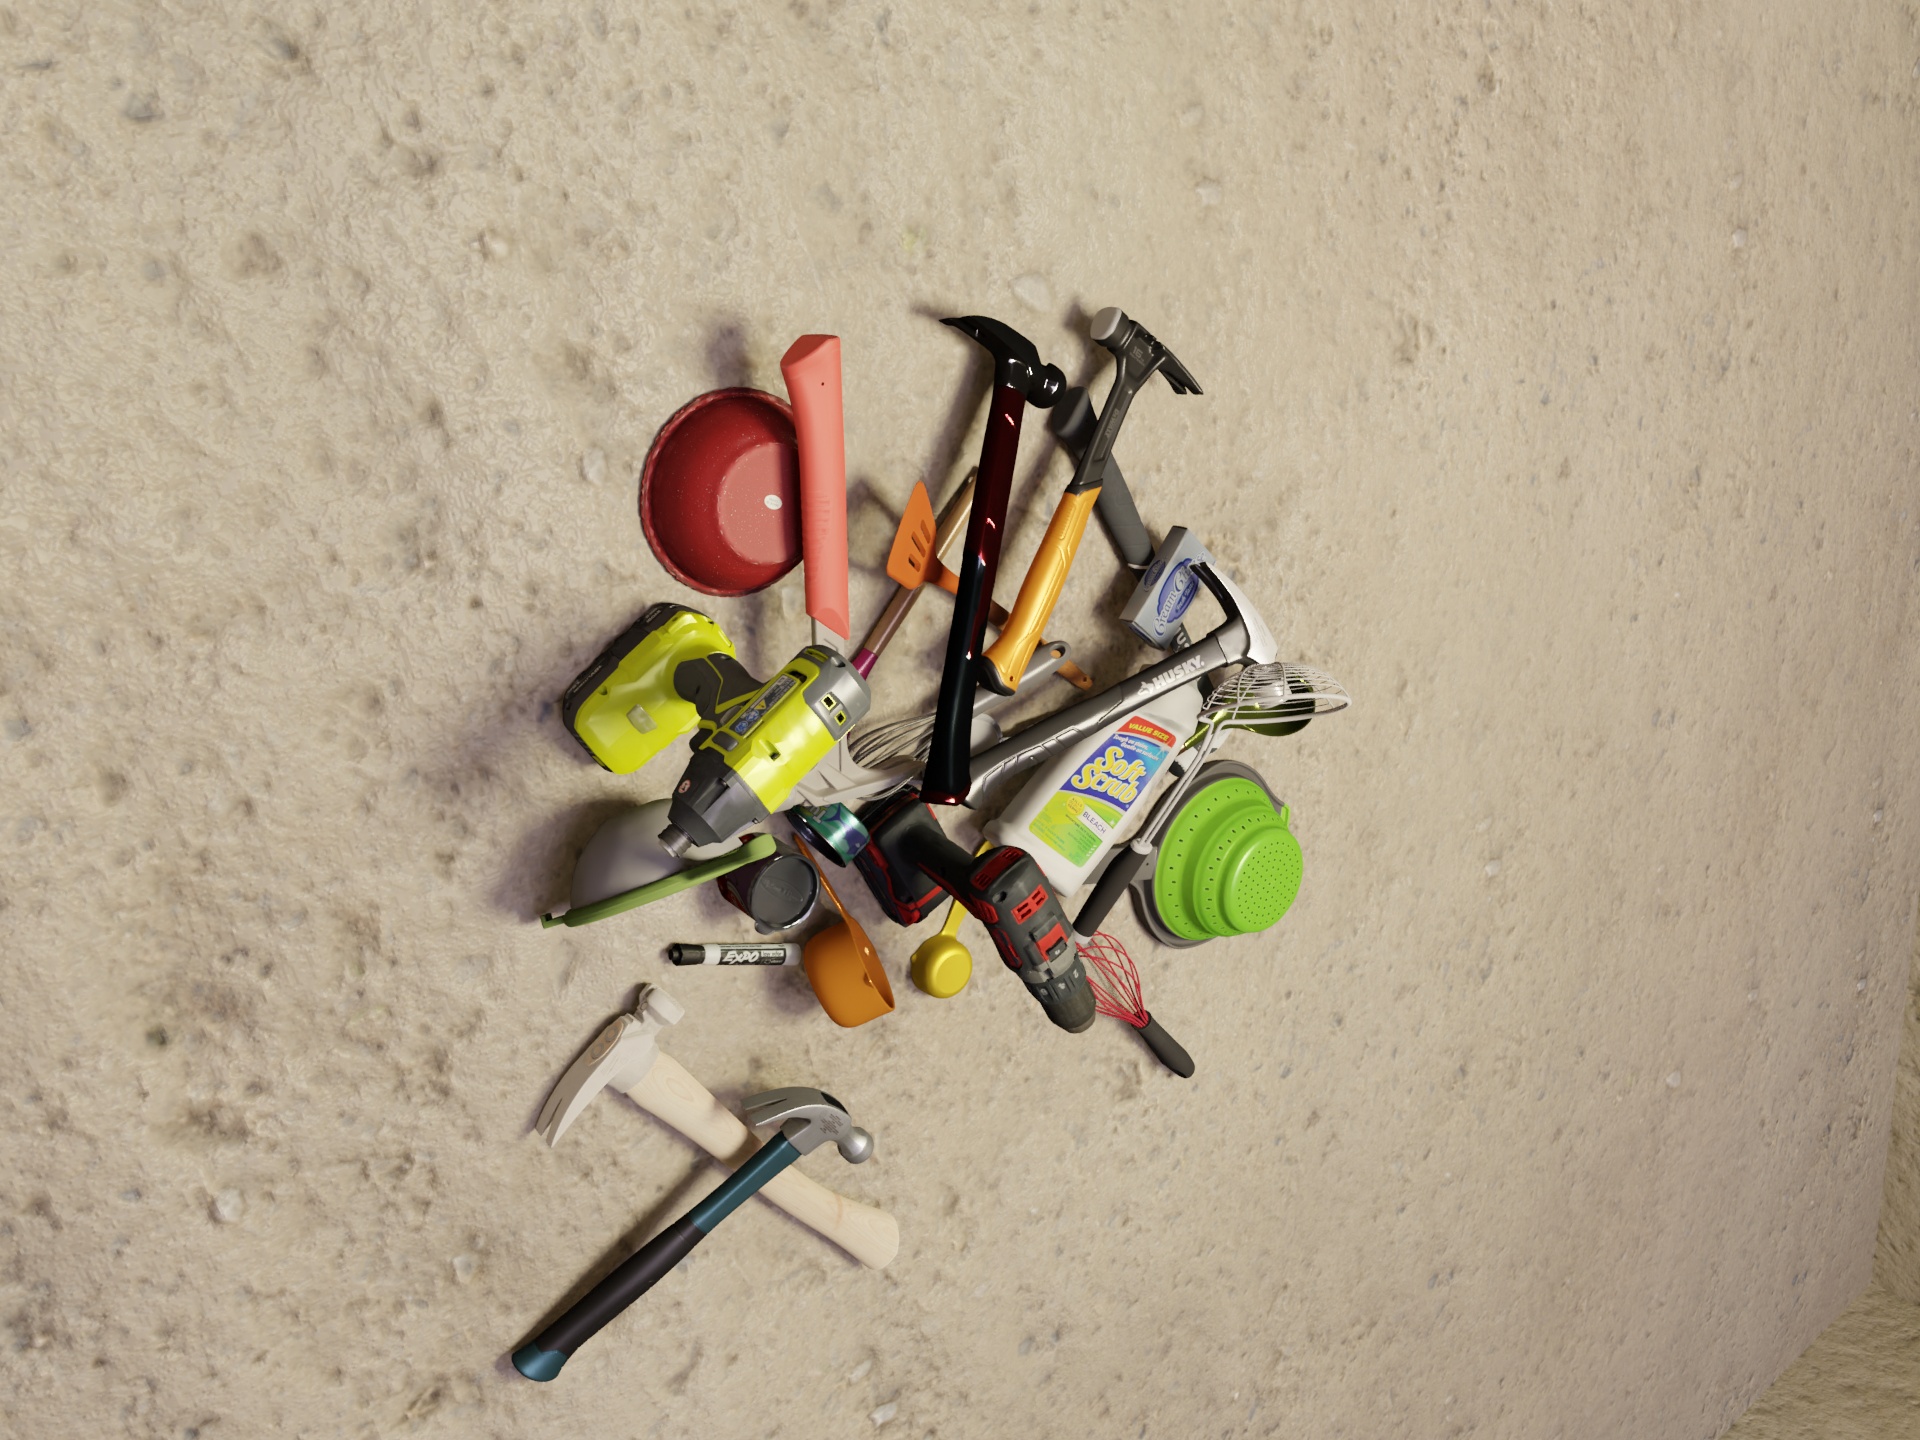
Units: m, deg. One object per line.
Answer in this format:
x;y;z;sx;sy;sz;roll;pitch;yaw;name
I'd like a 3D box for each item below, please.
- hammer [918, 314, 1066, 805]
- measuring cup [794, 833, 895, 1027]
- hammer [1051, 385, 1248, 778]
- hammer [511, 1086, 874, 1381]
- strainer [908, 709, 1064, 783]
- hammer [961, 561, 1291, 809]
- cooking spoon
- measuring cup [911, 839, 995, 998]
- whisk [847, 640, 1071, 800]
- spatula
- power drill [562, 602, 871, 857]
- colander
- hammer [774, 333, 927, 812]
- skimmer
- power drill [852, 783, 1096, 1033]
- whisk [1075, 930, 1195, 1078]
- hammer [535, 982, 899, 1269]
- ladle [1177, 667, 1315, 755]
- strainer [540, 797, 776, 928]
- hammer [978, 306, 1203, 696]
0.006;-0.125;1.268;0.143;0.038;0.386;21;76;-52;hammer
-0.117;0.180;1.345;0.052;0.095;0.173;-28;99;3;measuring cup
0.181;-0.134;1.482;0.149;0.036;0.408;-44;126;-19;hammer
-0.228;0.428;1.321;0.331;0.033;0.128;-40;130;-8;hammer
0.060;0.015;1.437;0.258;0.050;0.086;-22;126;-34;strainer
0.127;-0.017;1.392;0.335;0.035;0.146;-27;97;-16;hammer
-0.061;-0.078;1.324;0.068;0.017;0.319;38;81;-40;cooking spoon
0.005;0.182;1.455;0.062;0.029;0.156;21;93;-40;measuring cup
-0.001;-0.004;1.358;0.239;0.055;0.055;-32;122;-16;whisk
0.032;-0.094;1.359;0.322;0.041;0.081;34;70;-46;spatula
-0.184;0.003;1.123;0.171;0.223;0.080;-46;127;-16;power drill
0.215;0.150;1.564;0.397;0.095;0.204;0;105;-38;colander
-0.094;-0.109;1.205;0.149;0.037;0.359;-15;115;-34;hammer
0.205;0.087;1.405;0.127;0.090;0.363;3;129;-40;skimmer
0.016;0.159;1.328;0.080;0.227;0.187;-41;125;-19;power drill
0.175;0.294;1.608;0.073;0.073;0.295;-51;134;-12;whisk
-0.185;0.388;1.376;0.146;0.038;0.410;-49;128;-12;hammer
0.193;0.040;1.497;0.320;0.062;0.078;-29;119;-10;ladle
-0.205;0.087;1.146;0.151;0.256;0.069;-21;89;-35;strainer
0.100;-0.174;1.357;0.127;0.034;0.337;29;82;-40;hammer
